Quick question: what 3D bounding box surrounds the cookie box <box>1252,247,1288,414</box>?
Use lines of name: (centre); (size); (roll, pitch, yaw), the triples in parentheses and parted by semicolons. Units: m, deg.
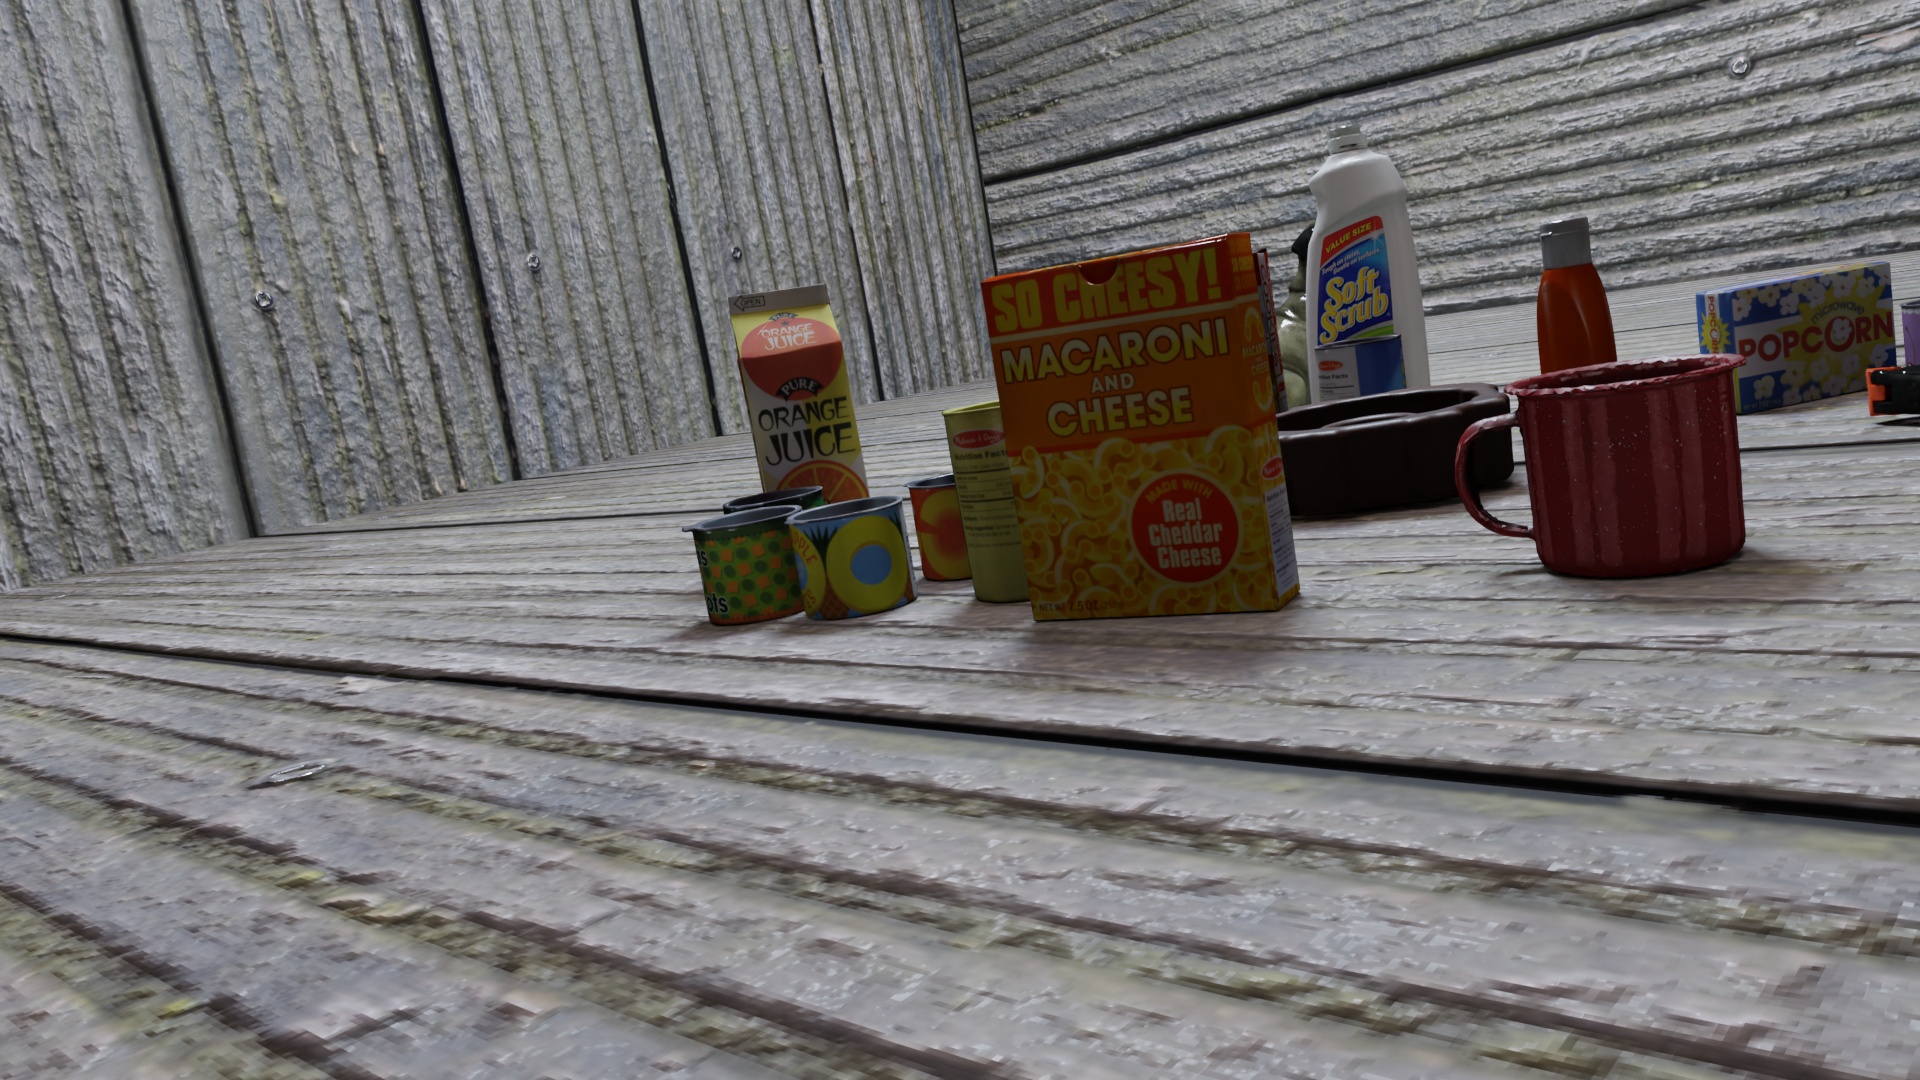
cookie box: (0.209, -0.155, 1.187); (0.123, 0.167, 0.040); (-6, 9, 25)

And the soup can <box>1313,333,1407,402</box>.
soup can: (0.318, -0.116, 1.088); (0.071, 0.083, 0.071); (-10, 8, 2)

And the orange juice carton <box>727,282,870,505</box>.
orange juice carton: (-0.111, -0.081, 0.978); (0.072, 0.192, 0.073); (-11, 8, -9)

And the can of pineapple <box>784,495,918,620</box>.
can of pineapple: (-0.062, 0.010, 0.784); (0.071, 0.057, 0.071); (-10, 8, 2)

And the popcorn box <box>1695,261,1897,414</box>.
popcorn box: (0.572, -0.139, 0.950); (0.127, 0.085, 0.038); (-11, 8, -10)

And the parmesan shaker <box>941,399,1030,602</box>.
parmesan shaker: (0.029, -0.024, 0.750); (0.071, 0.103, 0.071); (-10, 8, 2)

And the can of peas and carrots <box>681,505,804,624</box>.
can of peas and carrots: (-0.123, 0.014, 0.817); (0.071, 0.058, 0.071); (-10, 8, 2)

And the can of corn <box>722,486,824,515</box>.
can of corn: (-0.120, -0.001, 0.912); (0.071, 0.058, 0.071); (-10, 8, 2)

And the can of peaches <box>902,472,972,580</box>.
can of peaches: (0.003, -0.011, 0.841); (0.071, 0.058, 0.071); (-10, 8, 2)

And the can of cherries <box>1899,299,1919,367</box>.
can of cherries: (0.643, -0.128, 0.888); (0.071, 0.058, 0.071); (-10, 8, 2)

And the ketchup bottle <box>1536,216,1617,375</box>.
ketchup bottle: (0.495, -0.185, 1.123); (0.043, 0.148, 0.065); (-12, 9, -17)

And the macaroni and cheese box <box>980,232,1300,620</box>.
macaroni and cheese box: (0.083, -0.049, 0.644); (0.123, 0.166, 0.040); (-5, 9, 30)
